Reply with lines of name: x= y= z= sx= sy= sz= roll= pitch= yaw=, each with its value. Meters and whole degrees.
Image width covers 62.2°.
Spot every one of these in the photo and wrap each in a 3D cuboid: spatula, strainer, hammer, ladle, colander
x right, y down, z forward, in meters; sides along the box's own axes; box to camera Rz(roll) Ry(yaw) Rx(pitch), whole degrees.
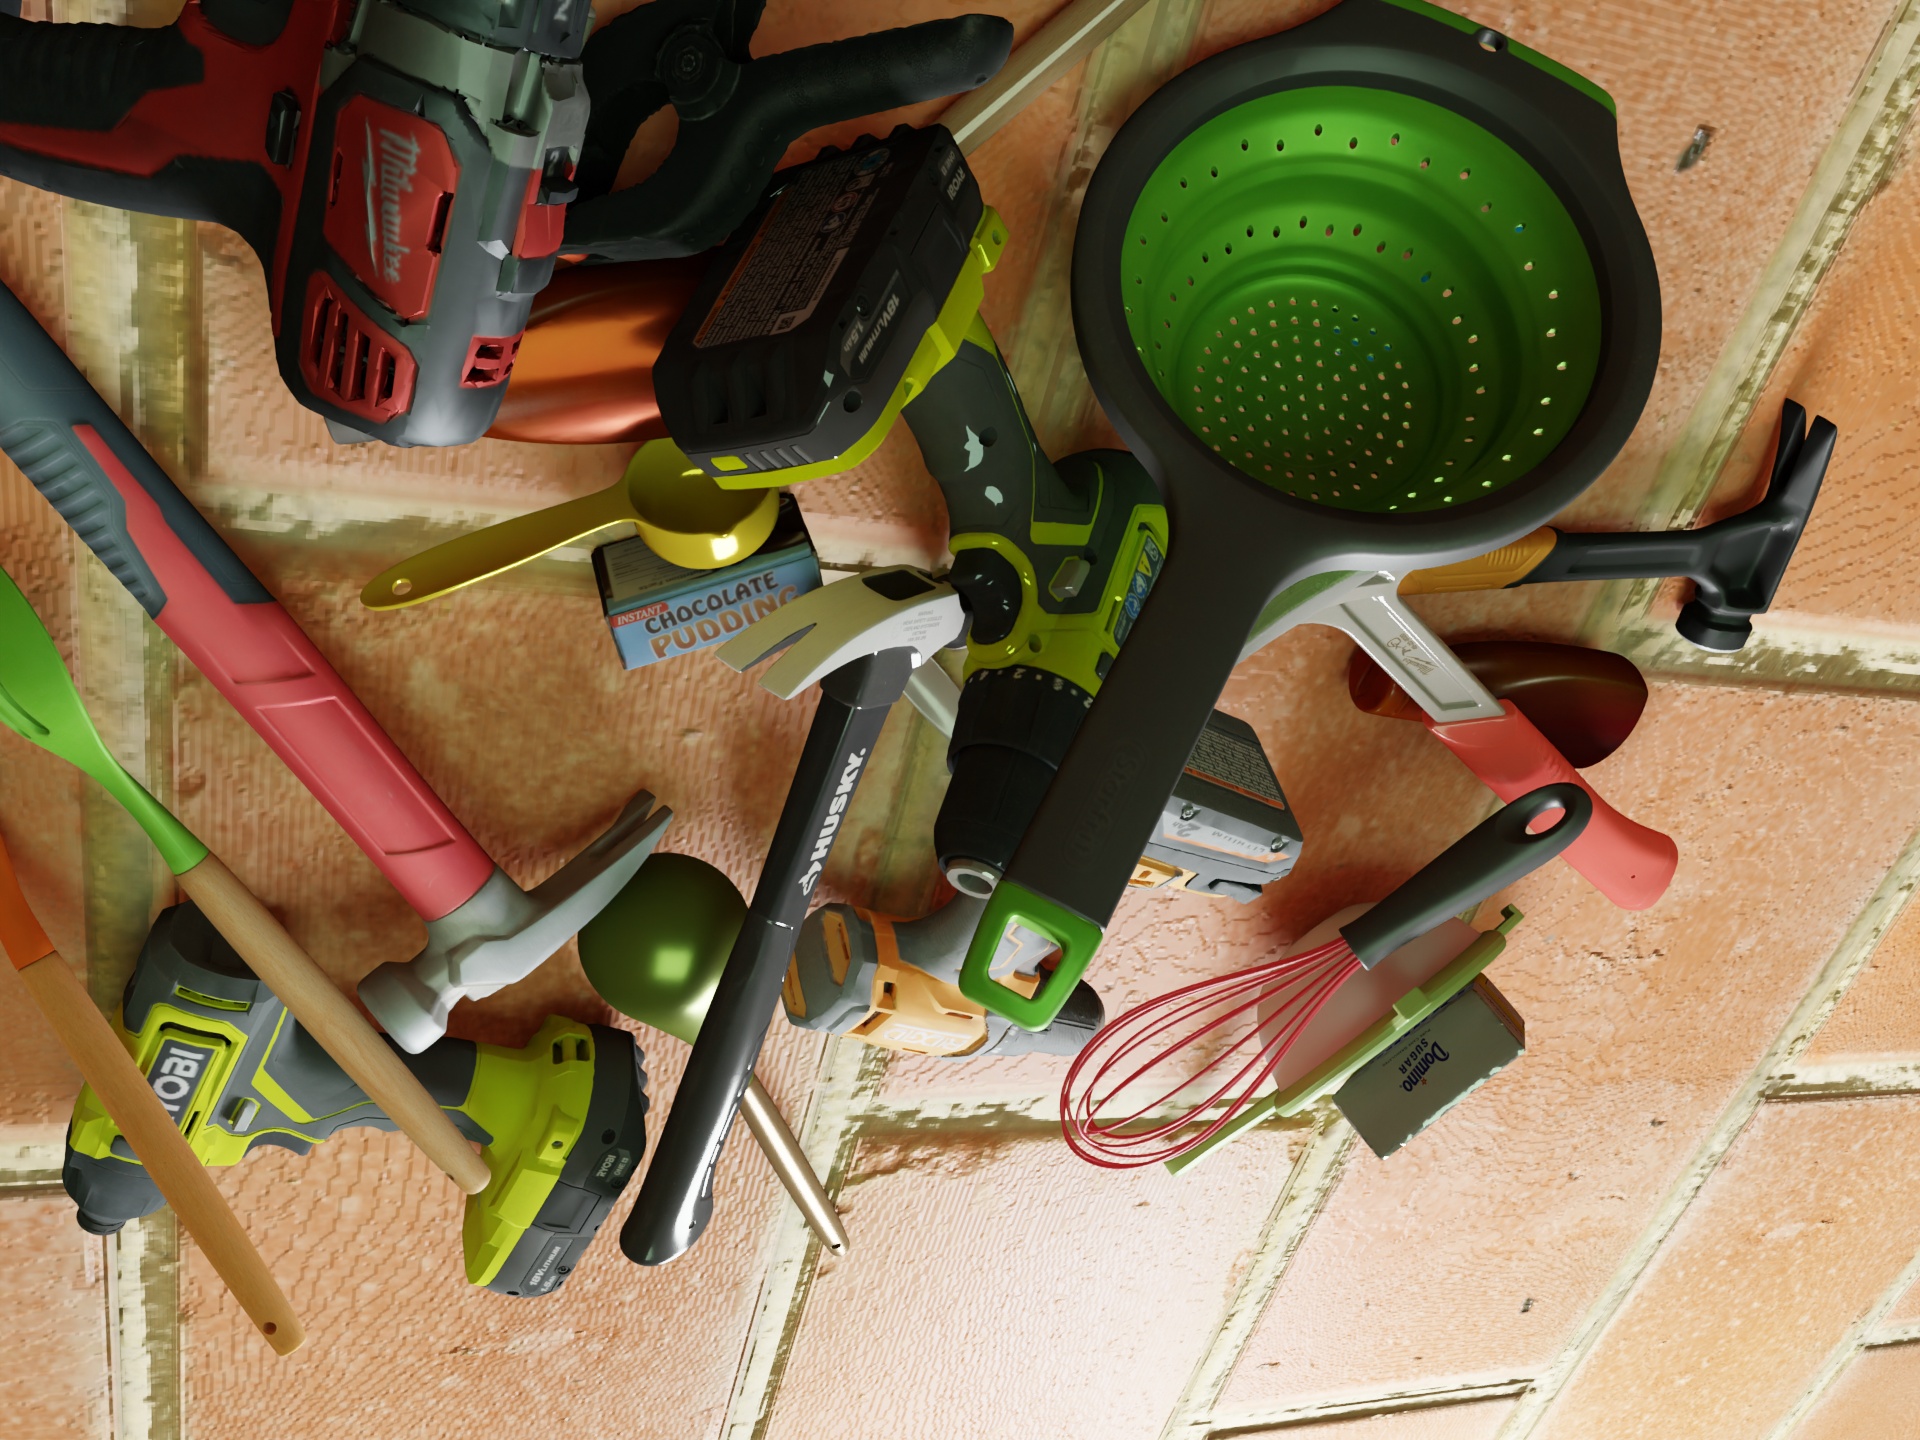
spatula: x=-0.344 y=0.115 z=0.606 sx=0.081 sy=0.041 sz=0.322 roll=-28 pitch=100 yaw=1
strainer: x=0.181 y=0.170 z=0.875 sx=0.151 sy=0.069 sz=0.256 roll=-19 pitch=157 yaw=-50
hammer: x=-0.084 y=0.093 z=0.663 sx=0.146 sy=0.035 sz=0.334 roll=-13 pitch=130 yaw=-58
ladle: x=-0.106 y=0.183 z=0.798 sx=0.078 sy=0.062 sz=0.319 roll=-21 pitch=135 yaw=-4
hammer: x=-0.252 y=-0.050 z=0.563 sx=0.143 sy=0.038 sz=0.385 roll=-41 pitch=125 yaw=-18
hammer: x=0.246 y=0.017 z=0.748 sx=0.149 sy=0.037 sz=0.358 roll=-33 pitch=136 yaw=24
colander: x=0.100 y=-0.071 z=0.564 sx=0.204 sy=0.094 sz=0.397 roll=27 pitch=75 yaw=5
hammer: x=0.243 y=-0.081 z=0.732 sx=0.336 sy=0.034 sz=0.127 roll=-5 pitch=126 yaw=-17

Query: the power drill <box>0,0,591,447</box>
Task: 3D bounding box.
power drill: x=-0.197 y=-0.193 z=0.400 sx=0.226 sy=0.080 sz=0.187 roll=24 pitch=114 yaw=2

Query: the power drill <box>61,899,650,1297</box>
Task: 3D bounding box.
power drill: x=-0.269 y=0.181 z=0.711 sx=0.223 sy=0.080 sz=0.171 roll=21 pitch=114 yaw=-26

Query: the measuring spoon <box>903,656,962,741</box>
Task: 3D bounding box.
measuring spoon: x=-0.001 y=-0.002 z=0.717 sx=0.034 sy=0.018 sz=0.124 roll=-34 pitch=121 yaw=11

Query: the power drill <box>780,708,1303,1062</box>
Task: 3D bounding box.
power drill: x=0.051 y=0.087 z=0.739 sx=0.185 sy=0.084 sz=0.226 roll=20 pitch=129 yaw=-39

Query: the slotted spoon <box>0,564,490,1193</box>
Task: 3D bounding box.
slotted spoon: x=-0.273 y=0.073 z=0.601 sx=0.031 sy=0.070 sz=0.313 roll=-49 pitch=121 yaw=-34

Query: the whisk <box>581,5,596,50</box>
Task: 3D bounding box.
whisk: x=-0.118 y=-0.226 z=0.479 sx=0.058 sy=0.059 sz=0.246 roll=30 pitch=109 yaw=-6

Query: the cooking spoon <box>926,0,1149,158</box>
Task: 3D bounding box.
cooking spoon: x=0.062 y=-0.258 z=0.551 sx=0.319 sy=0.017 sz=0.068 roll=-38 pitch=116 yaw=9

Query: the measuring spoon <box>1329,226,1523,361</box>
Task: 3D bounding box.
measuring spoon: x=0.210 y=-0.187 z=0.651 sx=0.128 sy=0.021 sz=0.042 roll=-31 pitch=129 yaw=5

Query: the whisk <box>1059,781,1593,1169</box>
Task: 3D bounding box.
whisk: x=0.171 y=0.120 z=0.753 sx=0.296 sy=0.073 sz=0.073 roll=-36 pitch=128 yaw=9

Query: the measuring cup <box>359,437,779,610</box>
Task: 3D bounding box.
measuring cup: x=-0.141 y=-0.065 z=0.587 sx=0.156 sy=0.062 sz=0.029 roll=-21 pitch=148 yaw=-10

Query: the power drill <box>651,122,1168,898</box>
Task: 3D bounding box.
power drill: x=-0.002 y=-0.067 z=0.558 sx=0.080 sy=0.191 sz=0.228 roll=-2 pitch=142 yaw=35
